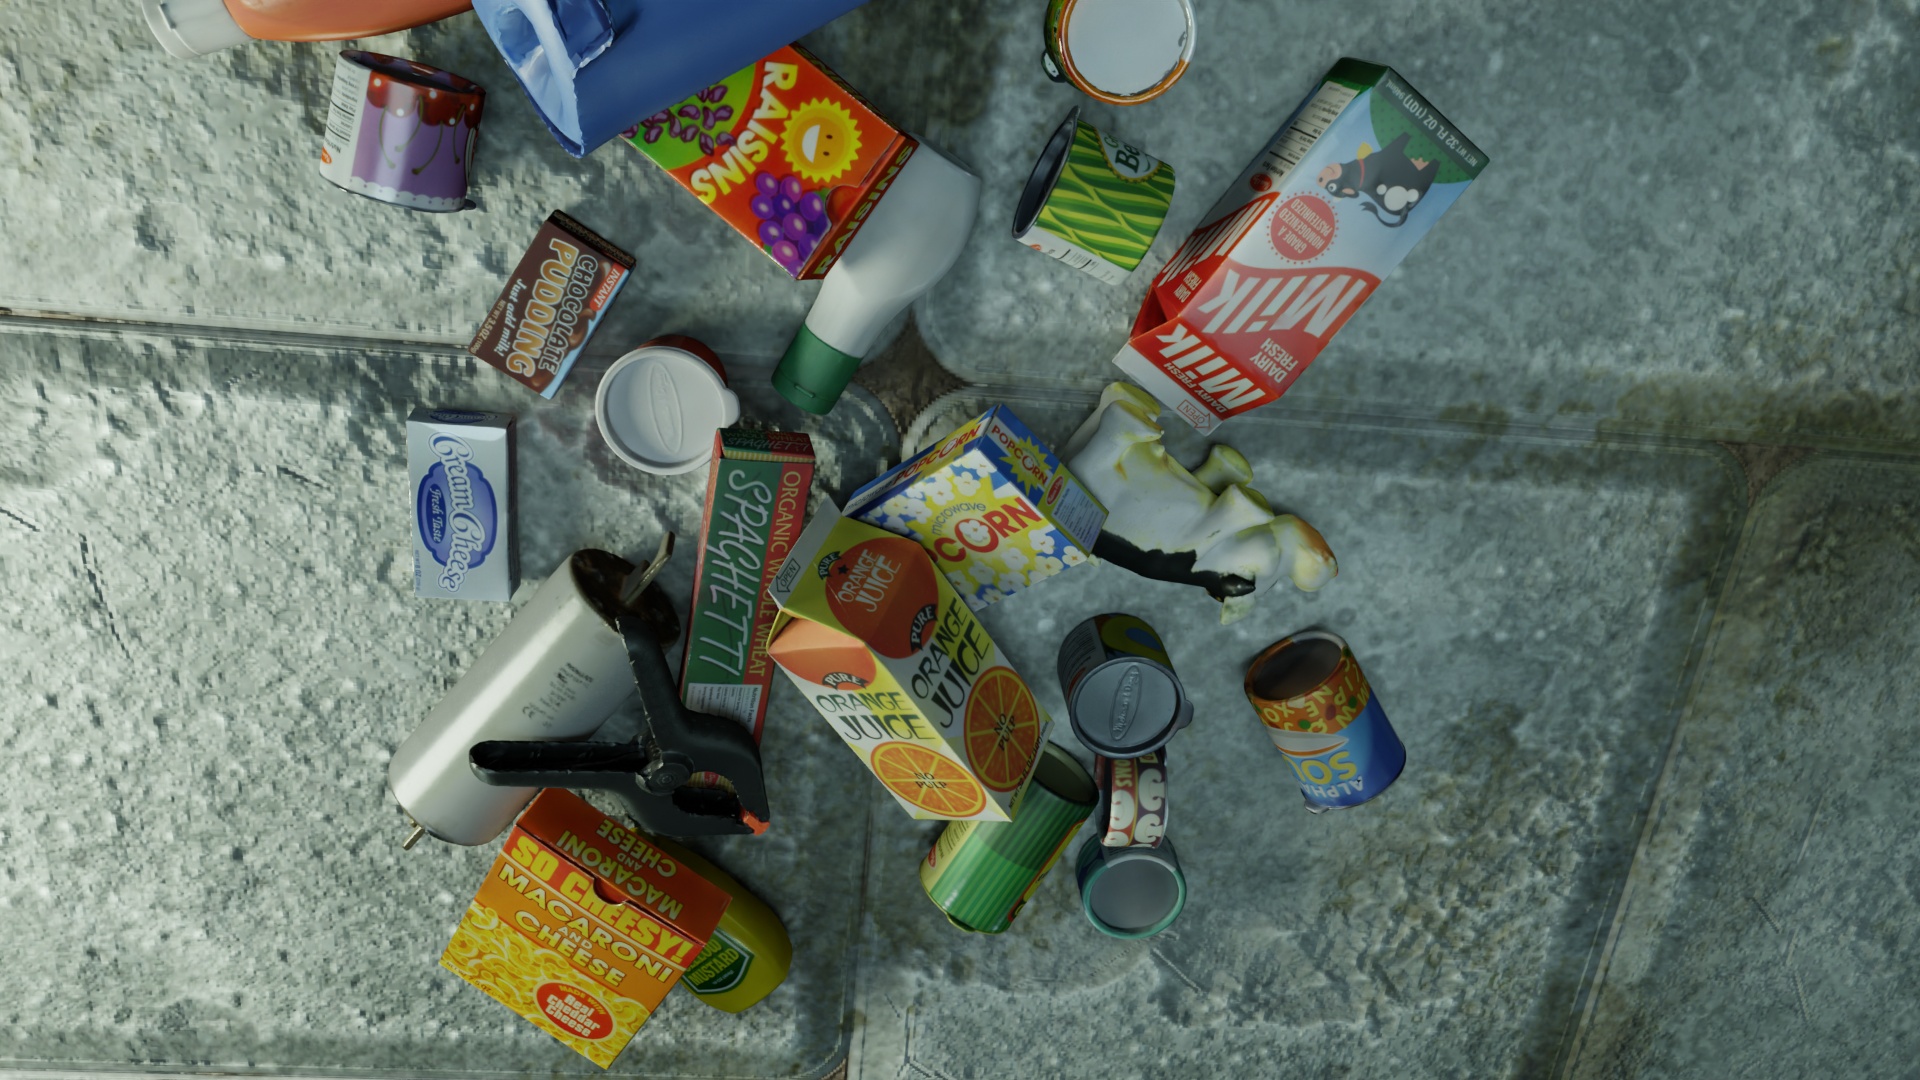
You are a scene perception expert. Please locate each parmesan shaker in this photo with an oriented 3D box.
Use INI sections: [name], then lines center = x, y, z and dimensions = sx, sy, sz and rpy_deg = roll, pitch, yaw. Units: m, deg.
[parmesan shaker]
center = 0.029, 0.175, 0.828
dimensions = 0.071, 0.071, 0.102
rpy_deg = 28, 108, -15

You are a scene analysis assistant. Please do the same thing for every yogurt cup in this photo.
[yogurt cup]
center = -0.151, -0.074, 0.721
dimensions = 0.072, 0.054, 0.072
rpy_deg = -1, 113, -3

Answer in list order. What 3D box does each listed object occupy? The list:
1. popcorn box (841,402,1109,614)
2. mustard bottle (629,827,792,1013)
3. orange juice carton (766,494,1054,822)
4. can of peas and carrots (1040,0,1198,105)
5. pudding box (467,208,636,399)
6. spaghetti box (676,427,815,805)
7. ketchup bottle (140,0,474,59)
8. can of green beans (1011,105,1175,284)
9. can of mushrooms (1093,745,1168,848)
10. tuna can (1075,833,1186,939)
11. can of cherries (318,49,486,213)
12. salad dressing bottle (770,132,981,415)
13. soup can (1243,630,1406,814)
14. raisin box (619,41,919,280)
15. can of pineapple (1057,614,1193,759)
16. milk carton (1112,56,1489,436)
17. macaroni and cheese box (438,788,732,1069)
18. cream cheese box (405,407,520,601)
[popcorn box]
center = 0.003, -0.009, 0.736
dimensions = 0.085, 0.038, 0.126
rpy_deg = 44, 136, -18
[mustard bottle]
center = -0.174, 0.221, 0.844
dimensions = 0.065, 0.049, 0.160
rpy_deg = -39, 109, 15
[orange juice carton]
center = -0.034, 0.066, 0.748
dimensions = 0.073, 0.072, 0.192
rpy_deg = -8, 130, 38
[can of peas and carrots]
center = 0.074, -0.243, 0.665
dimensions = 0.071, 0.059, 0.070
rpy_deg = -1, 112, -3
[pudding box]
center = -0.208, -0.120, 0.711
dimensions = 0.049, 0.030, 0.083
rpy_deg = 32, 107, -17
[spaghetti box]
center = -0.123, 0.049, 0.757
dimensions = 0.050, 0.029, 0.248
rpy_deg = 3, 125, -18
[ketchup bottle]
center = -0.297, -0.260, 0.640
dimensions = 0.149, 0.044, 0.064
rpy_deg = -15, 112, 2
[can of green beans]
center = 0.066, -0.169, 0.692
dimensions = 0.058, 0.071, 0.071
rpy_deg = 23, 109, -13
[can of mushrooms]
center = 0.101, 0.147, 0.824
dimensions = 0.033, 0.071, 0.070
rpy_deg = 3, 112, -4
[tuna can]
center = 0.106, 0.216, 0.871
dimensions = 0.071, 0.033, 0.070
rpy_deg = -1, 112, -3
[can of cherries]
center = -0.262, -0.194, 0.660
dimensions = 0.071, 0.072, 0.058
rpy_deg = 15, 110, -10
[salad dressing bottle]
center = -0.046, -0.134, 0.711
dimensions = 0.064, 0.044, 0.147
rpy_deg = 31, 108, -11
[soup can]
center = 0.212, 0.107, 0.814
dimensions = 0.071, 0.071, 0.083
rpy_deg = -30, 111, 8
[raisin box]
center = -0.094, -0.195, 0.662
dimensions = 0.123, 0.040, 0.086
rpy_deg = 40, 105, 3
[can of pineapple]
center = 0.093, 0.084, 0.802
dimensions = 0.071, 0.058, 0.070
rpy_deg = -1, 113, -3
[milk carton]
center = 0.164, -0.143, 0.705
dimensions = 0.072, 0.074, 0.190
rpy_deg = 36, 106, -17
[macaroni and cheese box]
center = -0.221, 0.228, 0.806
dimensions = 0.124, 0.040, 0.165
rpy_deg = 34, 128, -4
[cream cheese box]
center = -0.268, -0.019, 0.752
dimensions = 0.053, 0.024, 0.103
rpy_deg = 3, 112, -7
